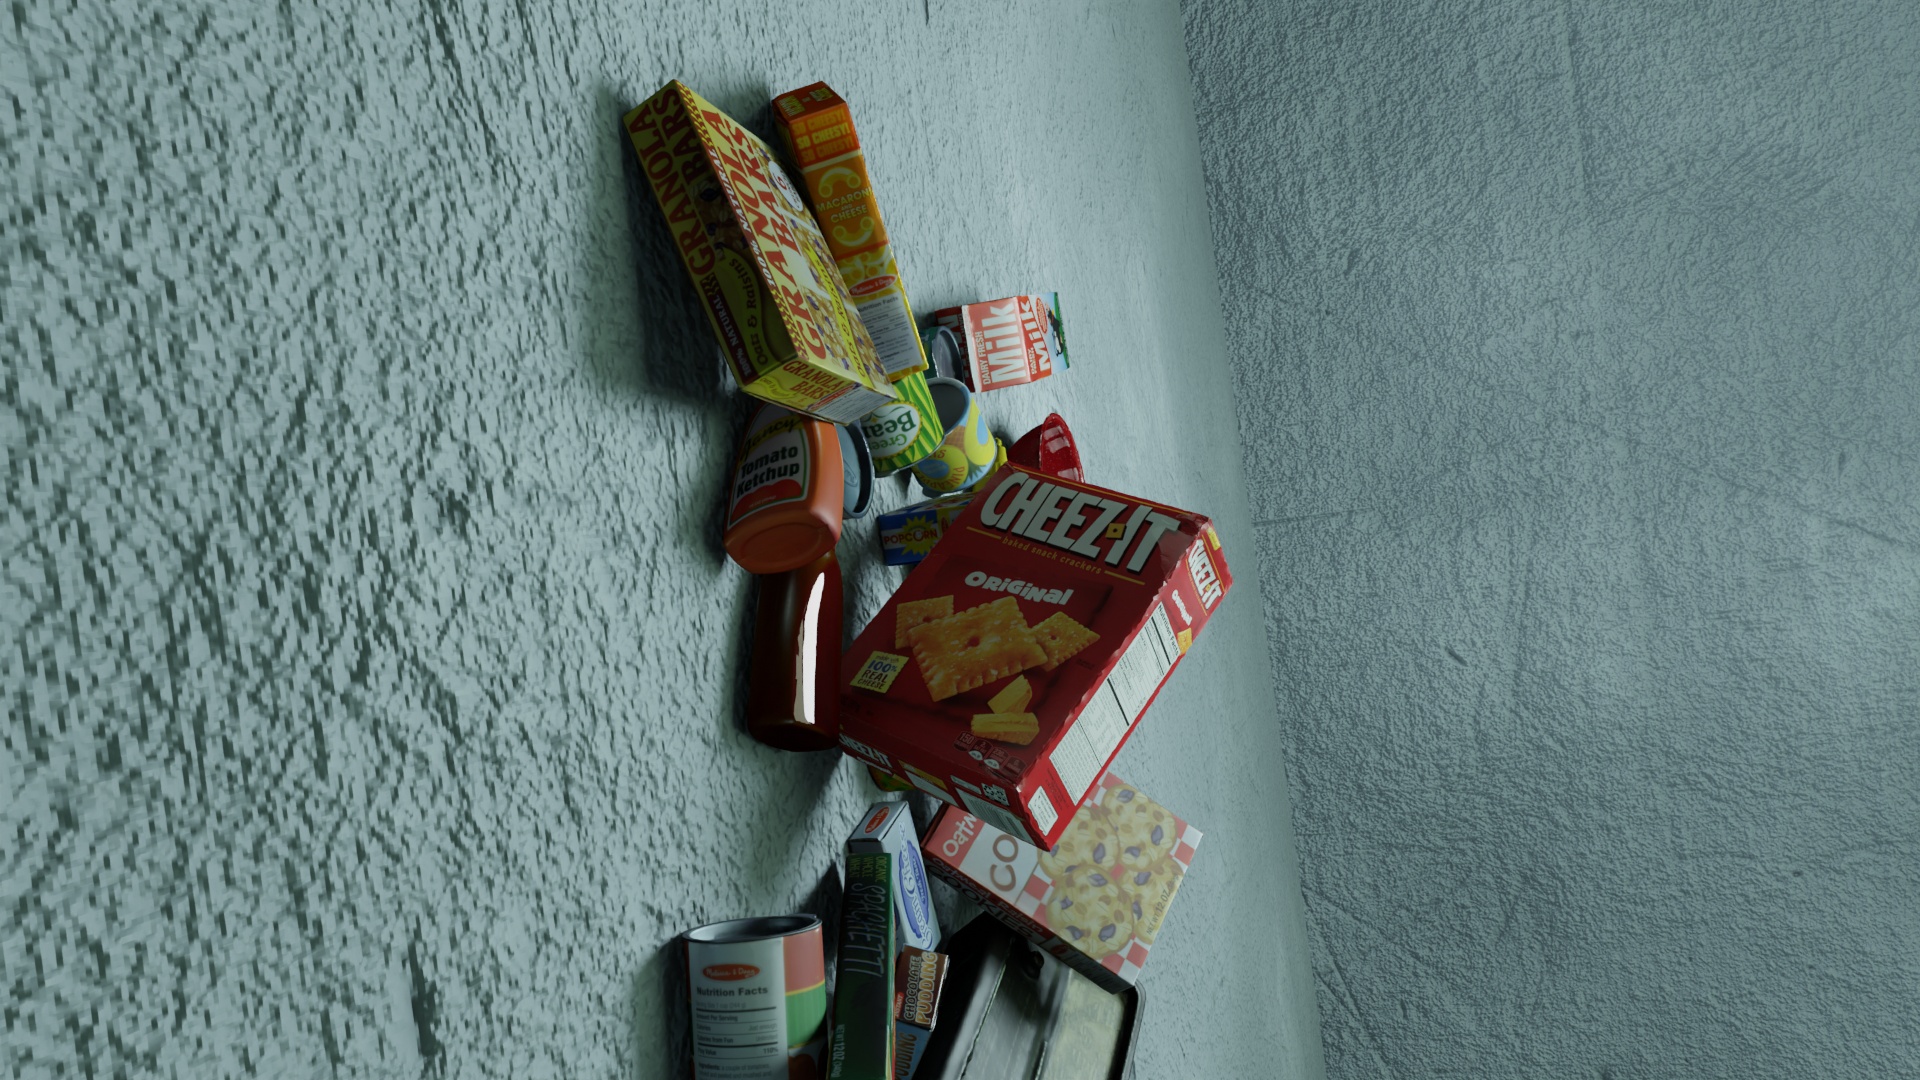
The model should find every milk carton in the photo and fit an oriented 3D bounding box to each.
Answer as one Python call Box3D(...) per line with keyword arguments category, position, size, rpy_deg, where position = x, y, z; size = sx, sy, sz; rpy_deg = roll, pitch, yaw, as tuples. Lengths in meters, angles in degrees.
Box3D(category="milk carton", position=(0.033, -0.166, 1.168), size=(0.191, 0.073, 0.072), rpy_deg=(-36, 117, -70))

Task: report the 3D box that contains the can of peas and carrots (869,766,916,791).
Box3D(category="can of peas and carrots", position=(-0.025, 0.130, 0.913), size=(0.071, 0.058, 0.071), rpy_deg=(-9, 91, -70))

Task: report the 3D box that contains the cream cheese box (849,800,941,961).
Box3D(category="cream cheese box", position=(-0.040, 0.223, 0.884), size=(0.053, 0.024, 0.103), rpy_deg=(-44, 124, -66))

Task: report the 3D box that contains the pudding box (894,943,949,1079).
Box3D(category="pudding box", position=(-0.033, 0.281, 0.818), size=(0.050, 0.030, 0.083), rpy_deg=(-74, -178, -47))

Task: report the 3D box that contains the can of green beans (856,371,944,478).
Box3D(category="can of green beans", position=(-0.050, -0.085, 0.914), size=(0.071, 0.071, 0.057), rpy_deg=(-70, 147, -53))

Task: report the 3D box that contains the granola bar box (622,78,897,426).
Box3D(category="granola bar box", position=(-0.105, -0.148, 0.743), size=(0.166, 0.039, 0.124), rpy_deg=(65, 16, 13))

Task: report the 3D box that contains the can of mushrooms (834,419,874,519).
Box3D(category="can of mushrooms", position=(-0.081, -0.046, 0.861), size=(0.071, 0.033, 0.071), rpy_deg=(-9, 91, -70))

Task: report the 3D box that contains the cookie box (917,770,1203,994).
Box3D(category="cookie box", position=(0.067, 0.208, 0.949), size=(0.123, 0.167, 0.040), rpy_deg=(-56, 180, -32))

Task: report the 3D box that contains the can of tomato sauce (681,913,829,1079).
Box3D(category="can of tomato sauce", position=(-0.096, 0.226, 0.662), size=(0.071, 0.071, 0.083), rpy_deg=(13, 71, -70))

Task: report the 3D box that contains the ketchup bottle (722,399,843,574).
Box3D(category="ketchup bottle", position=(-0.096, -0.051, 0.782), size=(0.043, 0.064, 0.149), rpy_deg=(53, 25, -41))

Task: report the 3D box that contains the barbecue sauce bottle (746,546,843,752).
Box3D(category="barbecue sauce bottle", position=(-0.090, 0.041, 0.785), size=(0.064, 0.043, 0.149), rpy_deg=(48, 38, -60))

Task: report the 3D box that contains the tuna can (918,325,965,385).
Box3D(category="tuna can", position=(-0.023, -0.130, 1.059), size=(0.071, 0.033, 0.071), rpy_deg=(-9, 91, -71))

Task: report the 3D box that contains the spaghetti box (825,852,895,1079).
Box3D(category="spaghetti box", position=(-0.049, 0.233, 0.720), size=(0.250, 0.029, 0.050), rpy_deg=(-103, -170, -79))

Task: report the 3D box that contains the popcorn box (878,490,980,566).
Box3D(category="popcorn box", position=(0.004, -0.013, 1.010), size=(0.127, 0.085, 0.038), rpy_deg=(-23, 104, -70))

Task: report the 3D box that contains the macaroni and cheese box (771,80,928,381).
Box3D(category="macaroni and cheese box", position=(-0.071, -0.194, 0.869), size=(0.124, 0.040, 0.165), rpy_deg=(-117, -172, -64))

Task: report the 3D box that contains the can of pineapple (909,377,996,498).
Box3D(category="can of pineapple", position=(-0.014, -0.075, 1.015), size=(0.057, 0.071, 0.071), rpy_deg=(60, 29, -48))

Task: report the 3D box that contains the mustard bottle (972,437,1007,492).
Box3D(category="mustard bottle", position=(0.034, -0.013, 1.151), size=(0.065, 0.049, 0.160), rpy_deg=(44, 42, -63))
